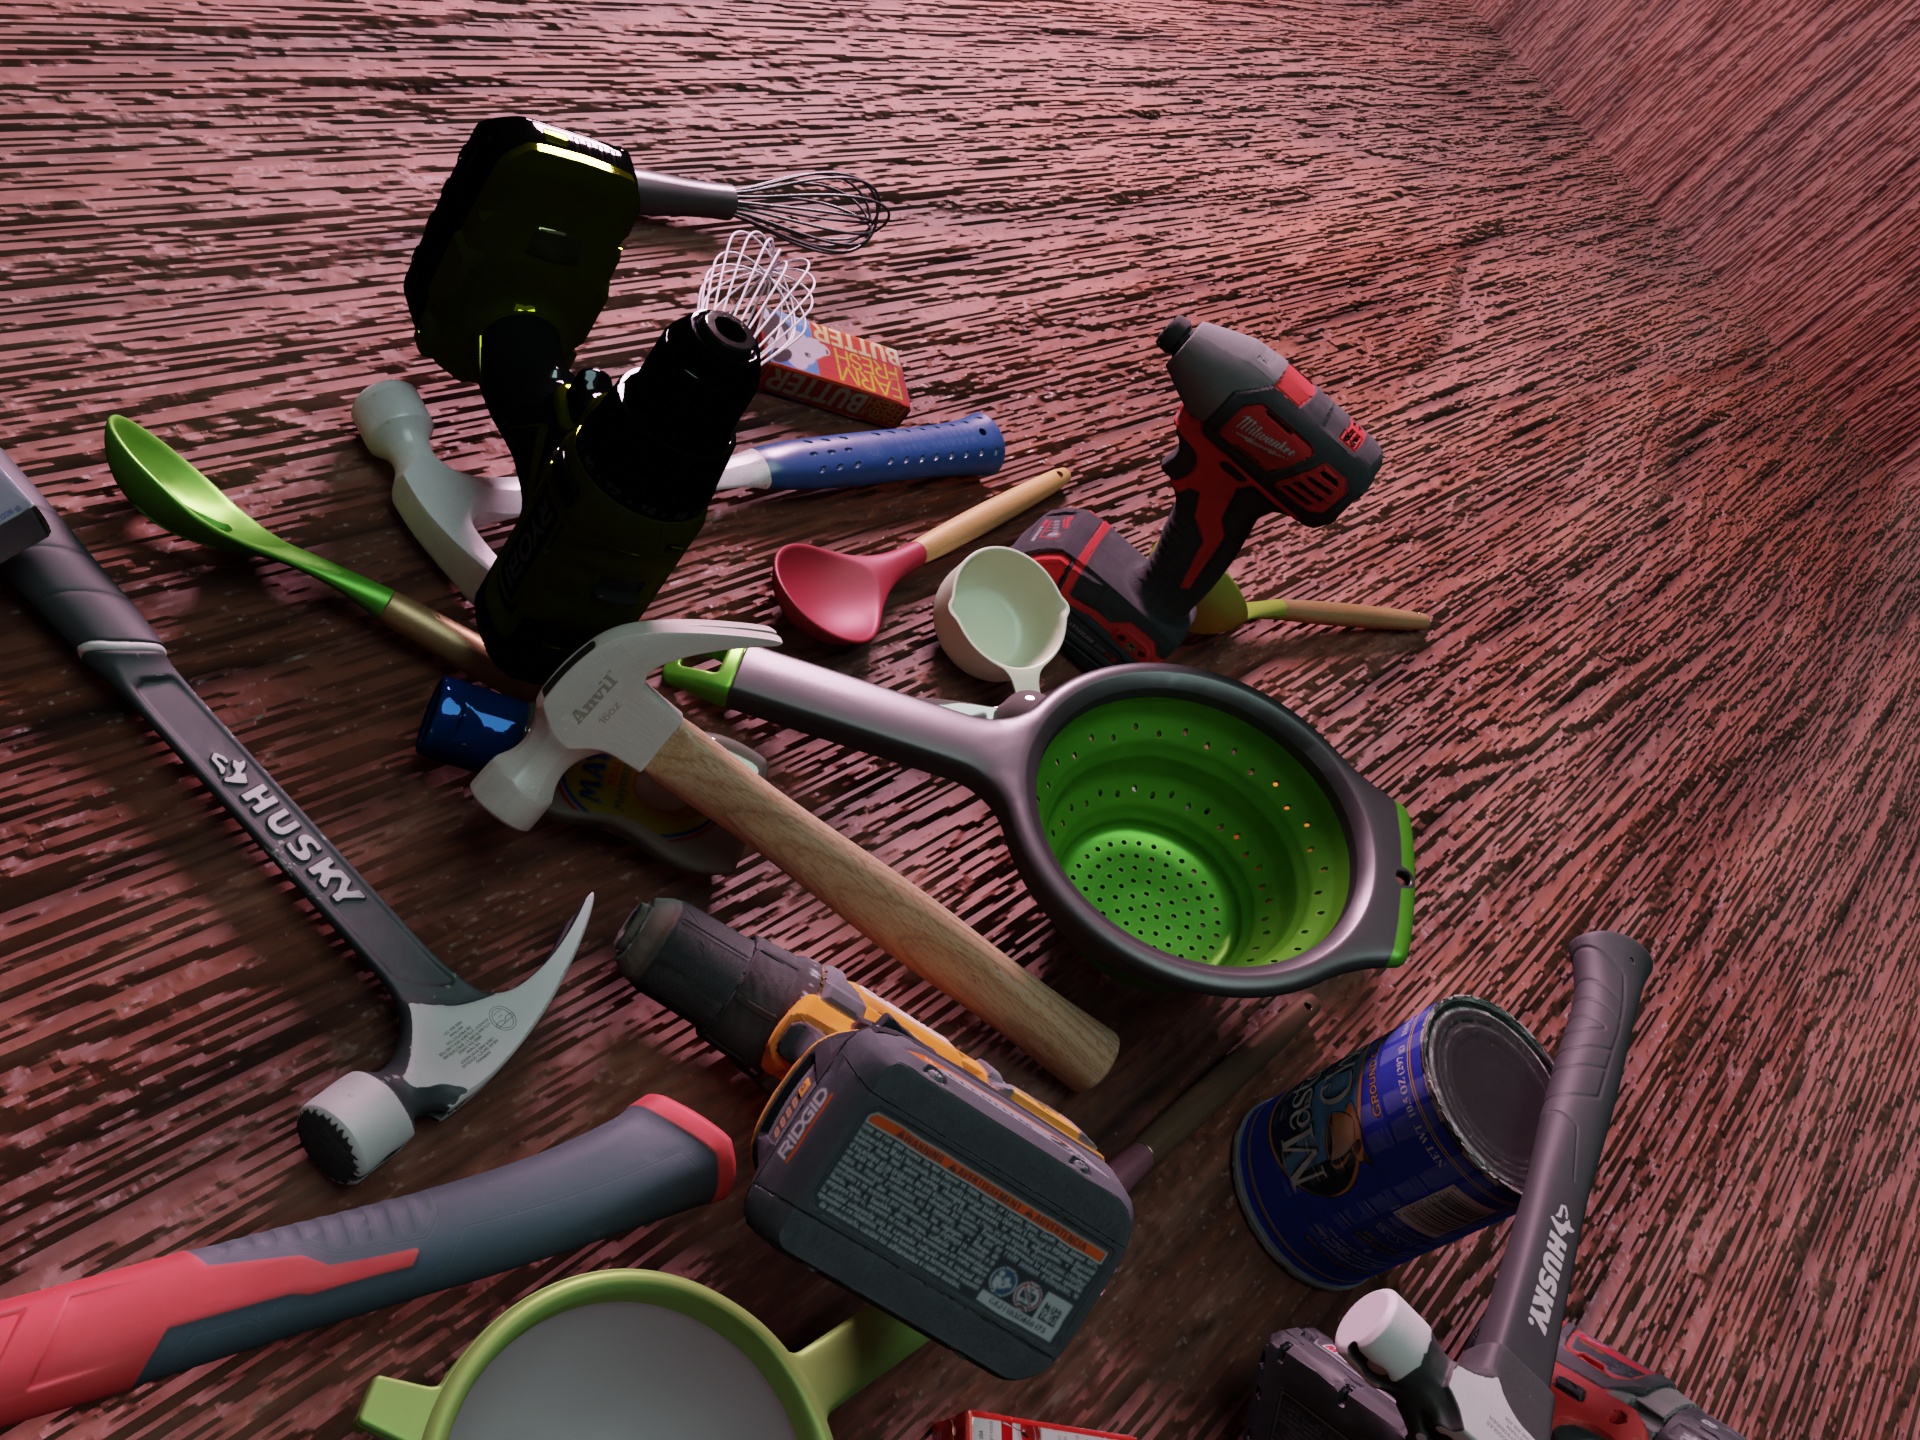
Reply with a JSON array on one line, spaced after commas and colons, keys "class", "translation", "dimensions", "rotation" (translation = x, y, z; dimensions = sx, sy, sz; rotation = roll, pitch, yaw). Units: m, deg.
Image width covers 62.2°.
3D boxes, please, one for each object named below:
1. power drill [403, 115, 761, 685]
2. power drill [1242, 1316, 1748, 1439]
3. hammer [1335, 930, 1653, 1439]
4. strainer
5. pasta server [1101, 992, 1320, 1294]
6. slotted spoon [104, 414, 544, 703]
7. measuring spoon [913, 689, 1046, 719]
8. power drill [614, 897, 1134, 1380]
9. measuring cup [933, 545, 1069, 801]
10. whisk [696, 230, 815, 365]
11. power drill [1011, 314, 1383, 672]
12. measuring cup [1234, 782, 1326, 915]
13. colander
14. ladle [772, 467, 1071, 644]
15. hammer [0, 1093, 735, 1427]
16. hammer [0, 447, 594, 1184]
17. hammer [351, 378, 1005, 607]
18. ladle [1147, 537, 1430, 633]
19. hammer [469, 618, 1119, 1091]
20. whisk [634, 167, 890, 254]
[{"class": "power drill", "translation": [-0.167, -0.155, 0.696], "dimensions": [0.080, 0.190, 0.229], "rotation": [5, 50, -40]}, {"class": "power drill", "translation": [0.260, 0.334, 0.711], "dimensions": [0.226, 0.188, 0.080], "rotation": [8, 95, -33]}, {"class": "hammer", "translation": [0.273, 0.204, 0.710], "dimensions": [0.146, 0.035, 0.335], "rotation": [44, 41, 0]}, {"class": "strainer", "translation": [-0.085, 0.258, 0.570], "dimensions": [0.256, 0.069, 0.151], "rotation": [-16, 67, -48]}, {"class": "pasta server", "translation": [0.109, 0.201, 0.794], "dimensions": [0.316, 0.040, 0.060], "rotation": [-24, 71, -48]}, {"class": "slotted spoon", "translation": [-0.235, -0.038, 0.714], "dimensions": [0.313, 0.031, 0.070], "rotation": [31, 5, -20]}, {"class": "measuring spoon", "translation": [-0.001, -0.003, 0.865], "dimensions": [0.124, 0.018, 0.034], "rotation": [2, 79, -21]}, {"class": "power drill", "translation": [-0.046, 0.140, 0.607], "dimensions": [0.185, 0.226, 0.084], "rotation": [35, 85, -13]}, {"class": "measuring cup", "translation": [0.028, -0.016, 0.914], "dimensions": [0.083, 0.038, 0.168], "rotation": [-4, 77, -32]}, {"class": "whisk", "translation": [-0.131, -0.182, 0.845], "dimensions": [0.070, 0.070, 0.285], "rotation": [31, 38, -15]}, {"class": "power drill", "translation": [0.124, -0.129, 0.935], "dimensions": [0.143, 0.219, 0.079], "rotation": [40, 41, -6]}, {"class": "measuring cup", "translation": [0.244, 0.068, 0.997], "dimensions": [0.173, 0.052, 0.095], "rotation": [-4, 60, -38]}, {"class": "colander", "translation": [0.034, 0.050, 0.833], "dimensions": [0.397, 0.094, 0.205], "rotation": [18, 49, -3]}, {"class": "ladle", "translation": [-0.012, -0.110, 0.958], "dimensions": [0.069, 0.031, 0.315], "rotation": [51, 40, 3]}, {"class": "hammer", "translation": [-0.242, 0.198, 0.487], "dimensions": [0.386, 0.038, 0.143], "rotation": [-6, 63, -35]}, {"class": "hammer", "translation": [-0.314, -0.015, 0.631], "dimensions": [0.409, 0.036, 0.149], "rotation": [47, 40, 3]}, {"class": "hammer", "translation": [-0.118, -0.134, 0.884], "dimensions": [0.405, 0.035, 0.144], "rotation": [-16, 68, -45]}, {"class": "ladle", "translation": [0.248, -0.088, 1.129], "dimensions": [0.320, 0.062, 0.078], "rotation": [0, 30, -42]}, {"class": "hammer", "translation": [-0.046, 0.073, 0.720], "dimensions": [0.331, 0.130, 0.031], "rotation": [39, 2, -25]}, {"class": "whisk", "translation": [-0.147, -0.331, 1.014], "dimensions": [0.239, 0.055, 0.055], "rotation": [-7, 62, -37]}]
